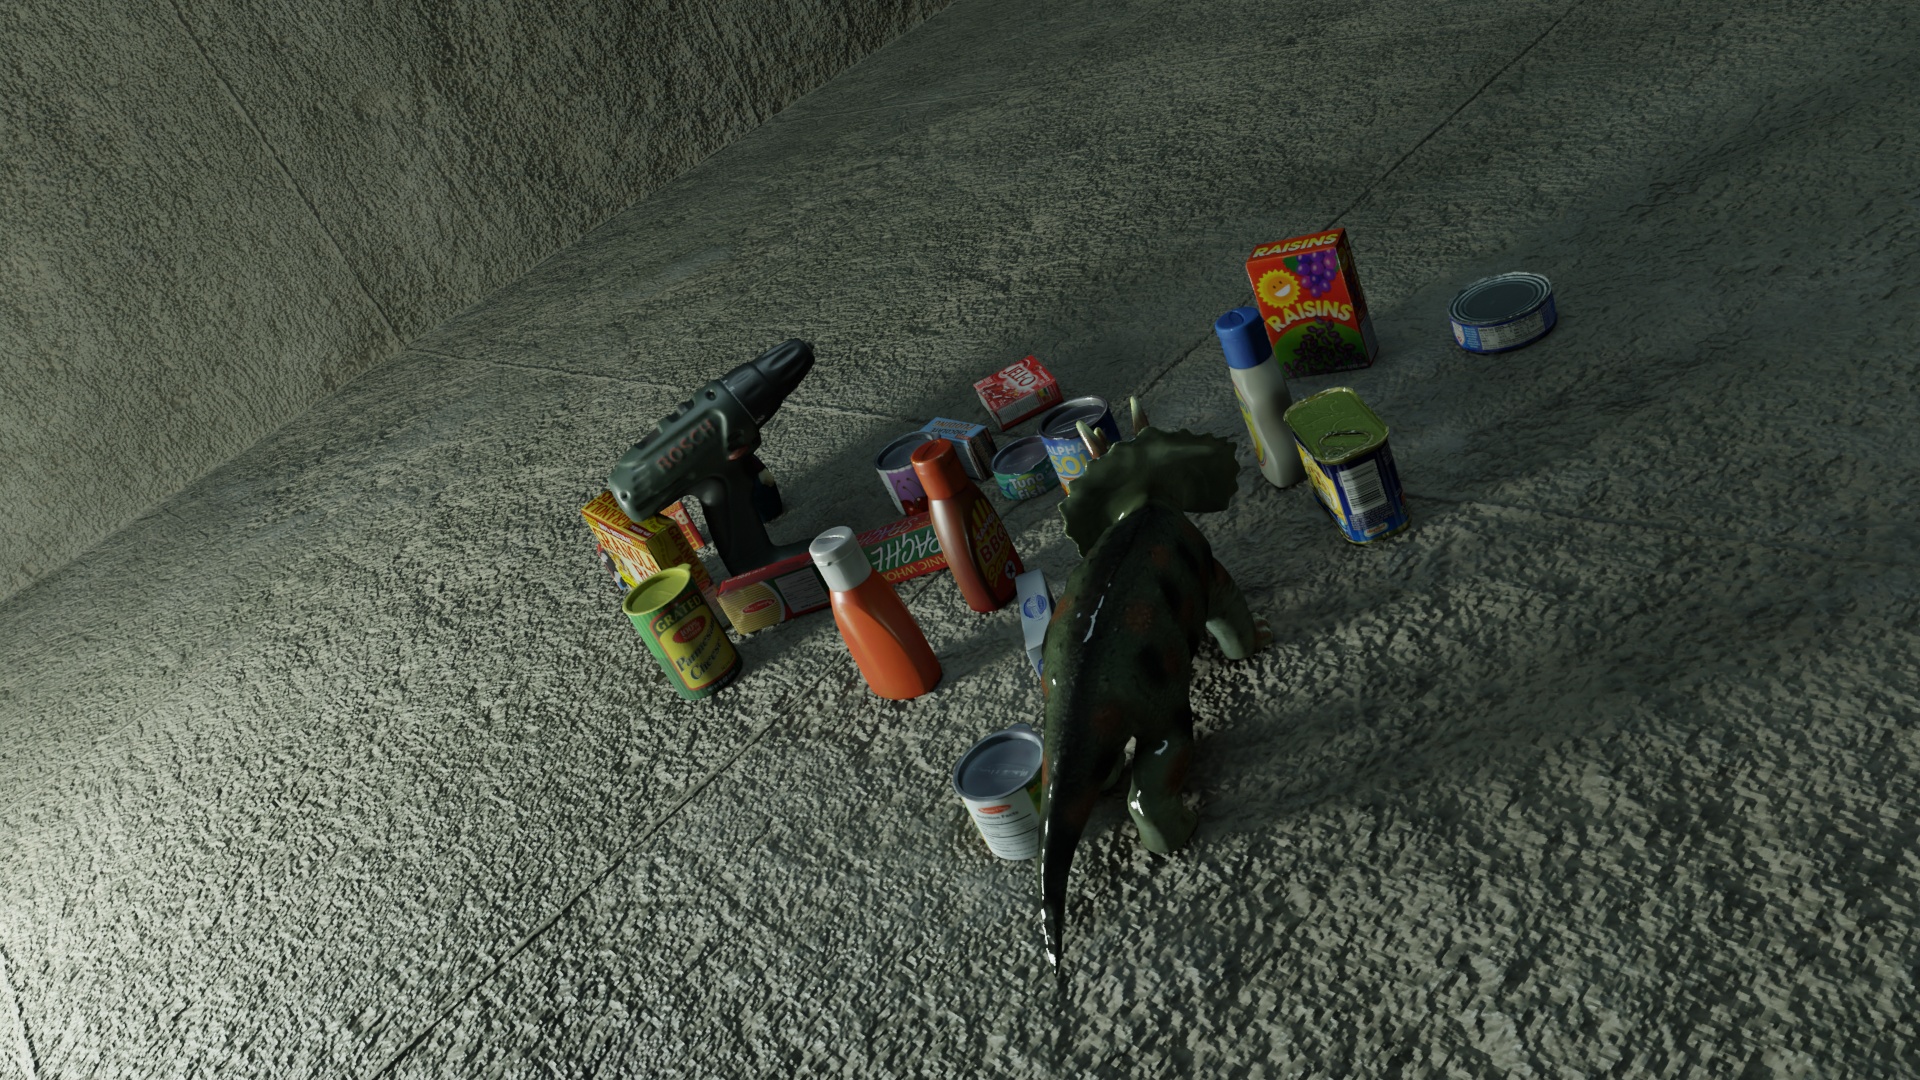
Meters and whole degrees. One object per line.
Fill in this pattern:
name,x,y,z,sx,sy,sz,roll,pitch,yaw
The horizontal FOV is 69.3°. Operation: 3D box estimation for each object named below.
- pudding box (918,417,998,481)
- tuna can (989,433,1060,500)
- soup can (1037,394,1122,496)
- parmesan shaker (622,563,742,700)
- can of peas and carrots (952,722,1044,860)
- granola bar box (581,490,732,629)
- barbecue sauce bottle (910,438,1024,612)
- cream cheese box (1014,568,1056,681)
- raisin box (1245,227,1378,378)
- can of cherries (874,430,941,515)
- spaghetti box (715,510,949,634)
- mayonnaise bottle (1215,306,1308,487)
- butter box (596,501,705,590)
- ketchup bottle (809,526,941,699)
pudding box,-0.001,-0.092,1.387,0.030,0.049,0.084,-41,32,-25
tuna can,0.064,-0.068,1.313,0.071,0.032,0.071,-20,29,12
soup can,0.113,-0.075,1.230,0.071,0.083,0.072,-20,29,12
parmesan shaker,-0.244,0.082,1.239,0.071,0.102,0.071,-20,29,12
can of peas and carrots,0.037,0.166,0.919,0.071,0.058,0.071,-20,29,12
granola bar box,-0.298,0.023,1.358,0.039,0.123,0.165,-39,31,-22
barbecue sauce bottle,0.004,-0.014,1.151,0.043,0.148,0.065,-5,35,34
cream cheese box,0.065,0.071,1.060,0.024,0.053,0.104,-22,29,9
raisin box,0.318,-0.212,1.252,0.086,0.123,0.040,-4,35,35
can of cherries,-0.041,-0.067,1.369,0.071,0.058,0.072,-20,29,12
spaghetti box,-0.101,0.026,1.272,0.250,0.050,0.029,-19,29,13
mayonnaise bottle,0.245,-0.117,1.128,0.041,0.147,0.065,-23,28,7
butter box,-0.331,0.005,1.490,0.103,0.053,0.024,-29,28,-5
ketchup bottle,-0.071,0.058,1.091,0.064,0.148,0.044,-4,36,36
